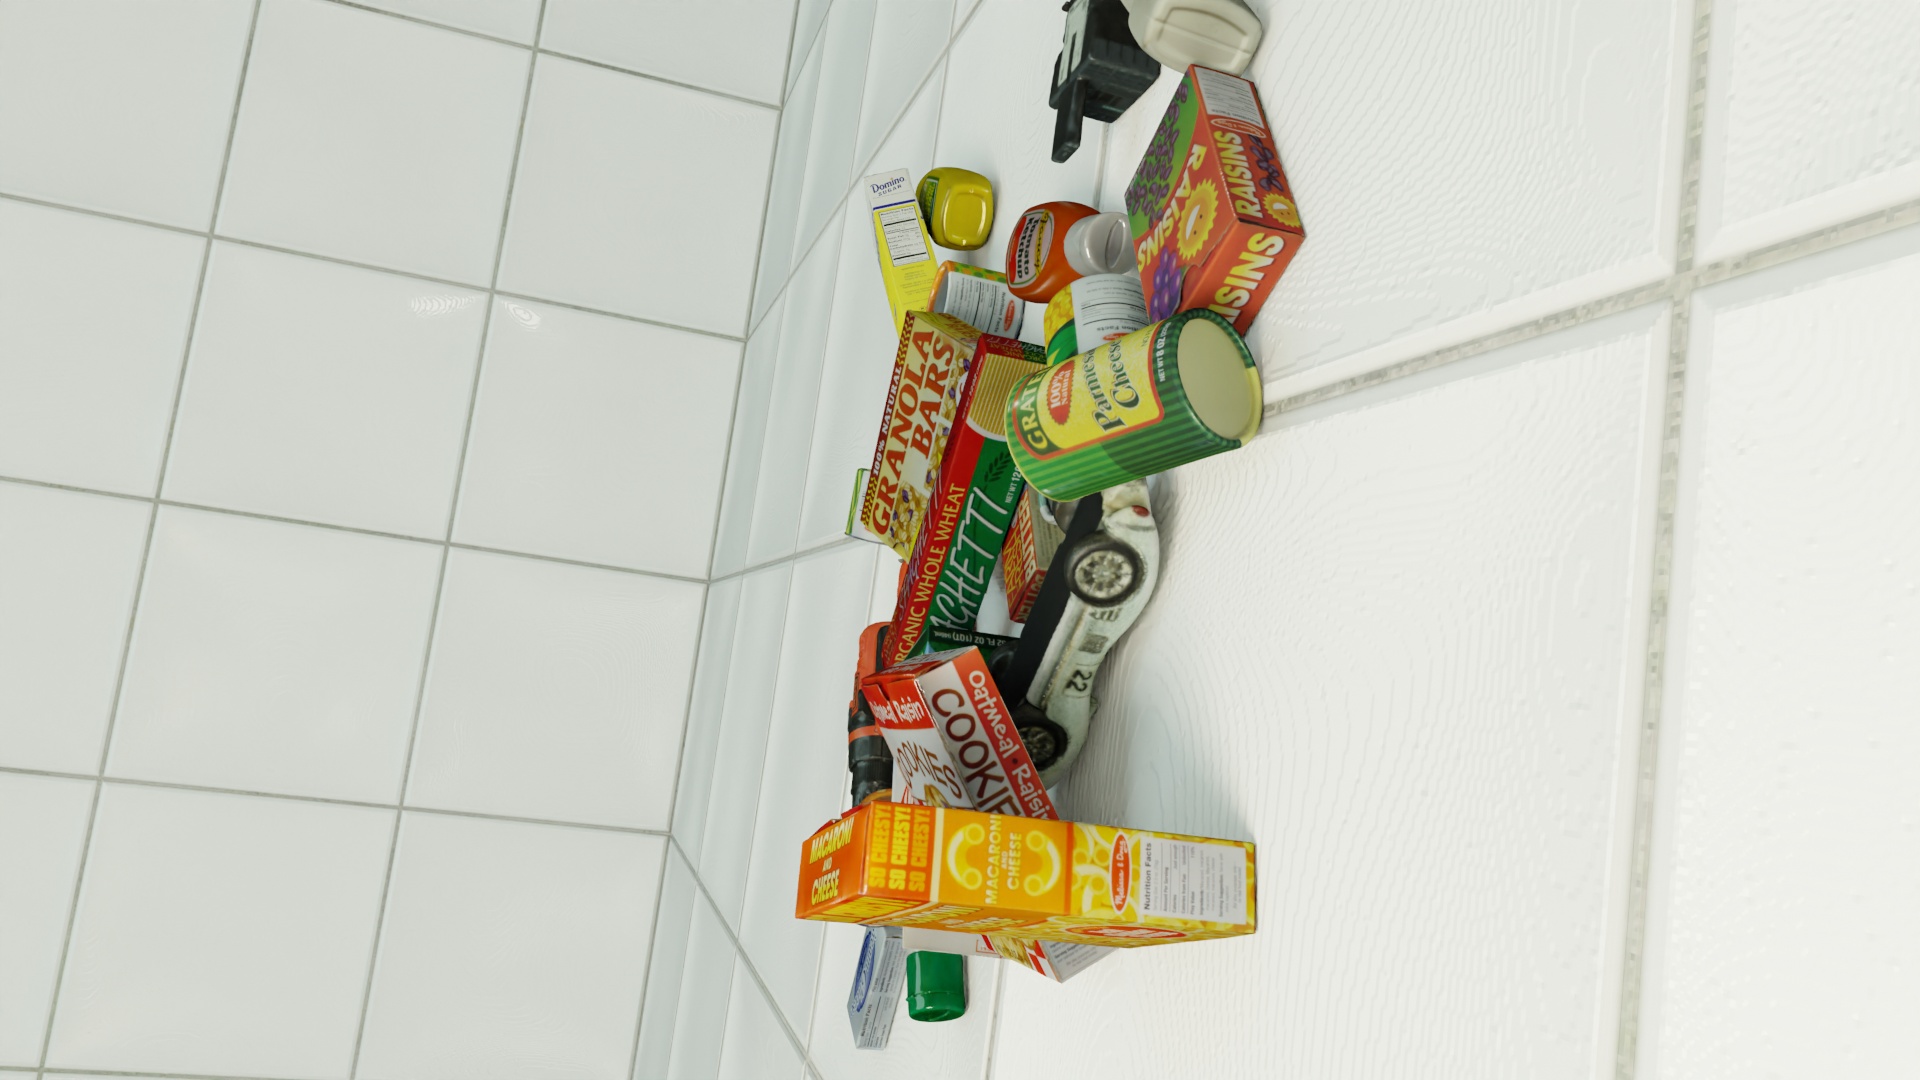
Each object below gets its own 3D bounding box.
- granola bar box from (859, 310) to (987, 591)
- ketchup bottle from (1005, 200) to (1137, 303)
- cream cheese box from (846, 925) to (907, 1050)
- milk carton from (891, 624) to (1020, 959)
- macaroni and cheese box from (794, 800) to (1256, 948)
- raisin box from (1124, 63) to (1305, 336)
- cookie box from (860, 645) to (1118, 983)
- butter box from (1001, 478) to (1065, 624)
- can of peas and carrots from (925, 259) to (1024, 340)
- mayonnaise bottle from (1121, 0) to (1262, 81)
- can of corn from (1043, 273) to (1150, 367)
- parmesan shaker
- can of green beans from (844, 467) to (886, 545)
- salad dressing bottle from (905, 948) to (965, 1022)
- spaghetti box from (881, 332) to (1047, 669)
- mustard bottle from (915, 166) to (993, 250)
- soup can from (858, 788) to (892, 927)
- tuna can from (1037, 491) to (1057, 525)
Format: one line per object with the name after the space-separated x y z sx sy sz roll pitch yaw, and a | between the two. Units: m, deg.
-0.011 -0.062 0.961 0.124 0.039 0.164 38 121 48 | granola bar box
0.070 -0.179 0.858 0.149 0.043 0.064 -151 71 -73 | ketchup bottle
-0.061 0.327 1.052 0.053 0.024 0.103 -124 46 -66 | cream cheese box
0.001 0.156 0.849 0.073 0.072 0.191 124 152 -56 | milk carton
0.023 0.147 0.600 0.123 0.166 0.040 134 143 -63 | macaroni and cheese box
0.120 -0.159 0.678 0.085 0.040 0.124 118 155 -46 | raisin box
0.009 0.140 0.734 0.167 0.040 0.122 65 162 0 | cookie box
0.045 -0.003 0.873 0.052 0.024 0.104 115 158 -45 | butter box
0.009 -0.171 1.036 0.071 0.059 0.071 -169 89 -74 | can of peas and carrots
0.114 -0.290 0.739 0.149 0.065 0.041 -96 24 -53 | mayonnaise bottle
0.078 -0.097 0.739 0.070 0.071 0.058 118 157 -48 | can of corn
0.080 -0.064 0.648 0.103 0.071 0.071 -18 61 45 | parmesan shaker
-0.061 -0.028 1.184 0.071 0.071 0.057 -153 74 -74 | can of green beans
-0.018 0.240 0.920 0.064 0.044 0.148 -47 37 47 | salad dressing bottle
0.003 -0.011 0.884 0.029 0.050 0.248 -102 26 -57 | spaghetti box
-0.010 -0.289 1.189 0.161 0.049 0.065 -121 38 -66 | mustard bottle
-0.058 0.230 1.013 0.072 0.071 0.083 -98 24 -47 | soup can
0.070 -0.042 0.792 0.071 0.033 0.071 -170 89 -74 | tuna can
